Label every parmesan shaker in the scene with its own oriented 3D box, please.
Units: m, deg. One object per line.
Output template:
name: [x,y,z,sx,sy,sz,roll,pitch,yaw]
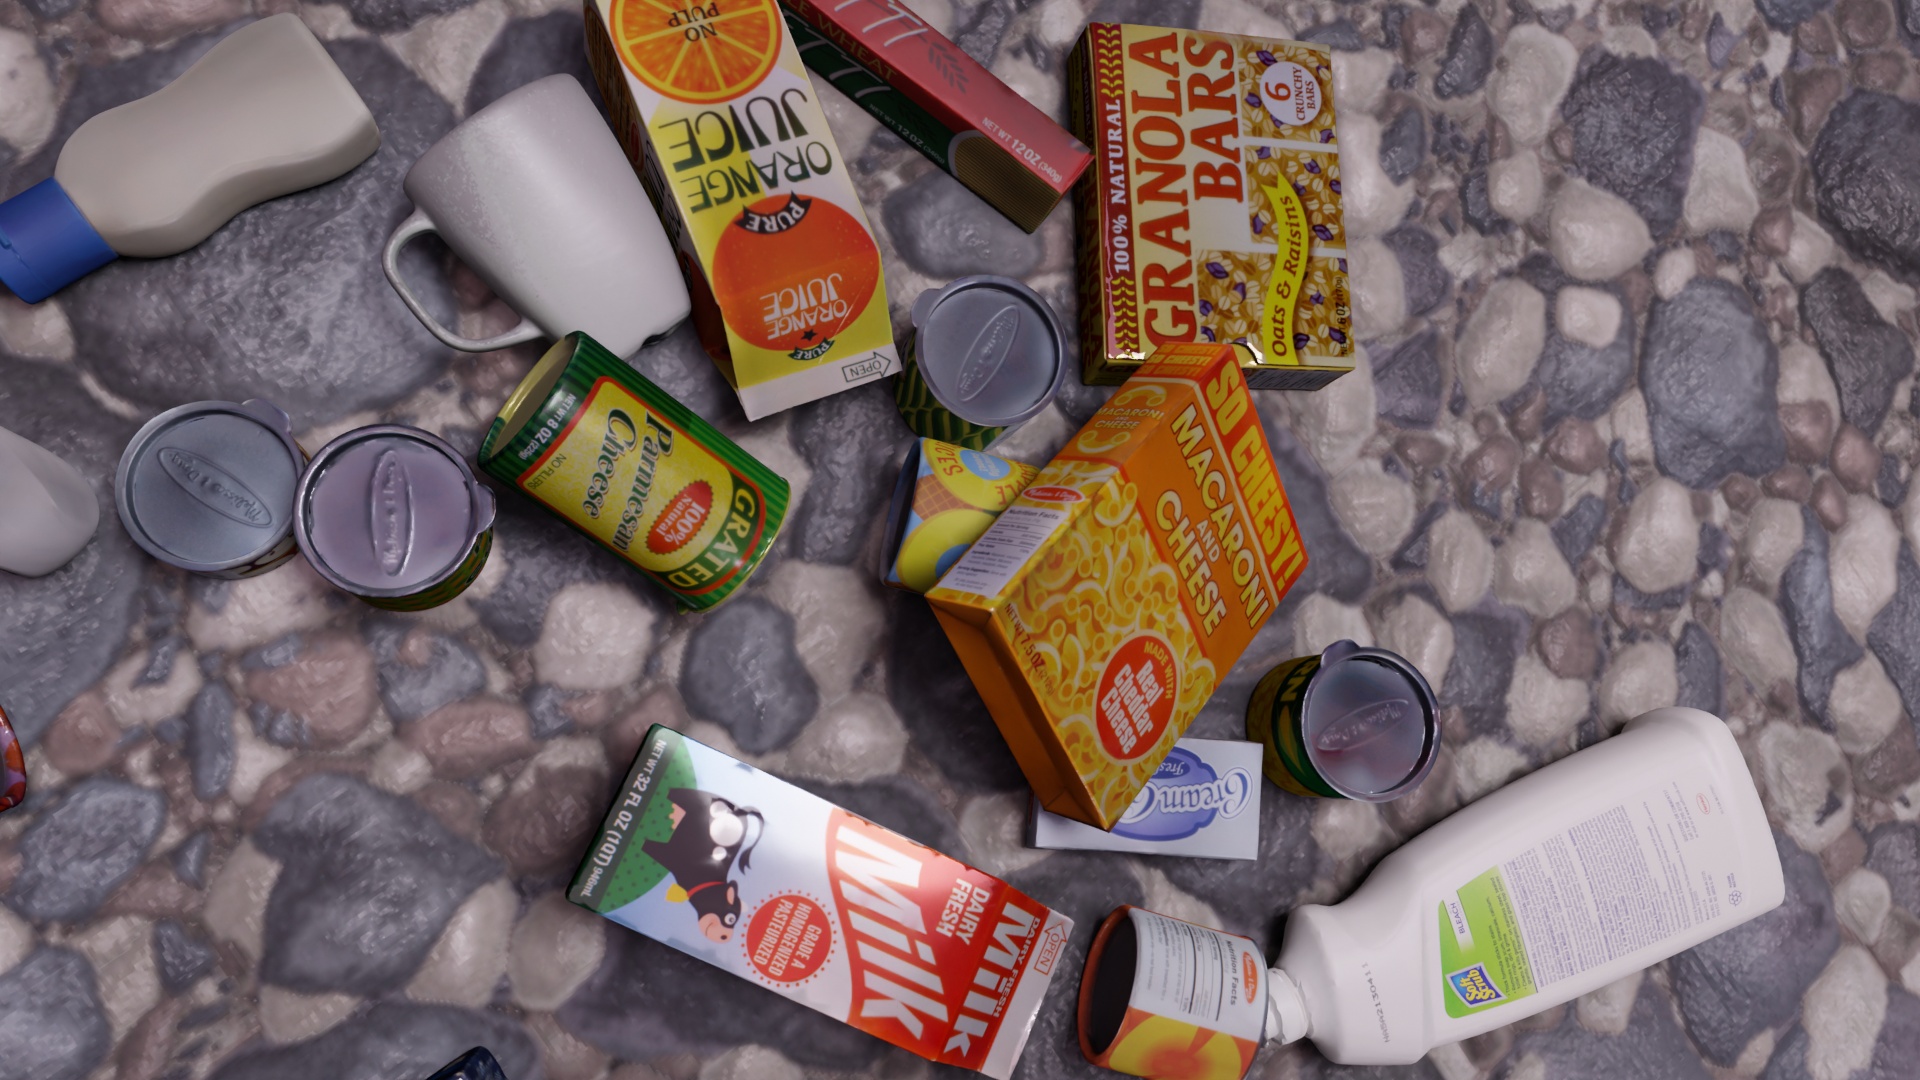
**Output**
parmesan shaker: [-0.129,-0.024,0.545,0.103,0.071,0.071,37,73,-27]

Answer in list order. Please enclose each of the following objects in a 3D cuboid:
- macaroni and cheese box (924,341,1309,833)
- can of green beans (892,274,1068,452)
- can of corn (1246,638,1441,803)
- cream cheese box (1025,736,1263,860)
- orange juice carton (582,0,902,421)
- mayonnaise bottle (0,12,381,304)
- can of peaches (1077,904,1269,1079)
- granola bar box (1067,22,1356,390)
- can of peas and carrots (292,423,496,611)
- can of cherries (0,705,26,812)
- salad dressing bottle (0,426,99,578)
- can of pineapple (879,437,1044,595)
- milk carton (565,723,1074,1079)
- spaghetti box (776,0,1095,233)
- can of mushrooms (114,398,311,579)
macaroni and cheese box: [0.072,0.015,0.572,0.167,0.040,0.123,-47,126,-29]
can of green beans: [0.007,-0.076,0.607,0.071,0.057,0.071,2,81,-13]
can of corn: [0.168,0.080,0.619,0.071,0.058,0.071,2,80,-13]
cream cheese box: [0.080,0.111,0.611,0.104,0.024,0.053,6,81,-12]
orange juice carton: [-0.092,-0.149,0.588,0.072,0.073,0.192,-21,87,-16]
mayonnaise bottle: [-0.312,-0.148,0.552,0.148,0.041,0.065,-37,89,-15]
can of peaches: [0.086,0.192,0.578,0.058,0.071,0.071,18,77,-10]
granola bar box: [0.117,-0.157,0.658,0.124,0.039,0.165,0,80,-13]
can of peas and carrots: [-0.216,-0.007,0.541,0.071,0.058,0.071,2,80,-14]
can of cherries: [-0.373,0.079,0.484,0.058,0.071,0.071,-26,88,-17]
salad dressing bottle: [-0.341,-0.022,0.466,0.064,0.147,0.044,46,74,-3]
can of pineapple: [0.002,-0.007,0.589,0.058,0.071,0.071,14,78,-11]
milk carton: [-0.051,0.144,0.547,0.190,0.073,0.072,27,75,-8]
spaghetti box: [-0.052,-0.231,0.624,0.250,0.050,0.029,36,74,-5]
can of mushrooms: [-0.284,-0.021,0.540,0.071,0.033,0.071,2,80,-13]
